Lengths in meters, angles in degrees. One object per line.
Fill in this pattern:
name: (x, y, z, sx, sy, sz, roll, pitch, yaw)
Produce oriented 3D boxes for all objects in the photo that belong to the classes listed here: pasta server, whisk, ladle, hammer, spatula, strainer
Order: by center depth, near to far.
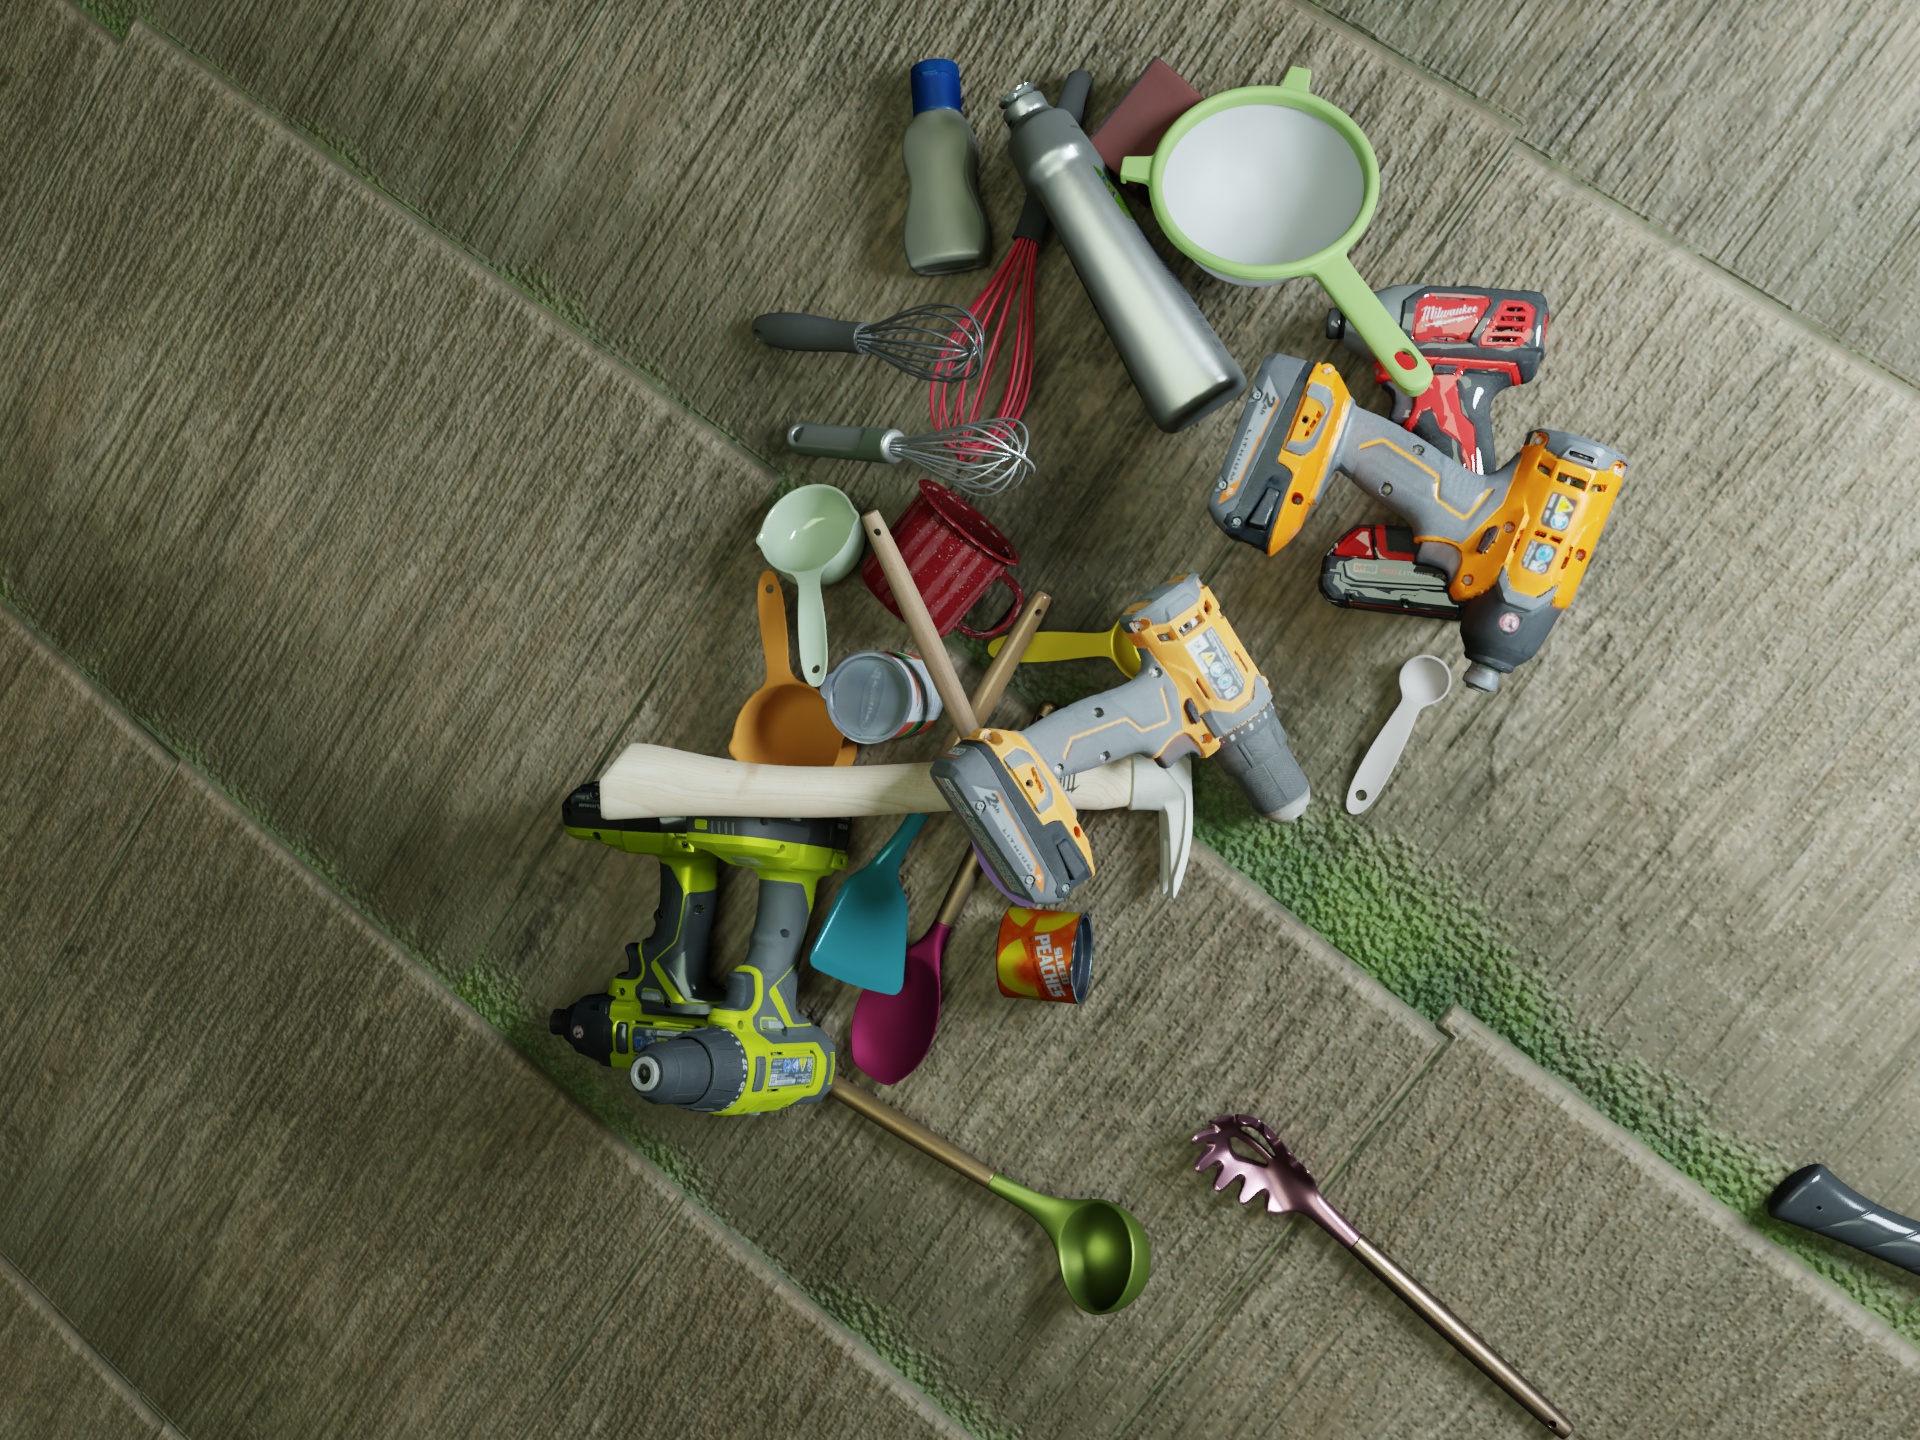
hammer: (0.715, 0.381, 0.985, 0.409, 0.036, 0.149, 21, 98, 15)
strainer: (0.230, -0.306, 1.065, 0.151, 0.069, 0.256, -30, 73, -5)
hammer: (-0.039, 0.056, 1.100, 0.410, 0.038, 0.146, -1, 90, -11)
pasta server: (0.293, 0.385, 1.104, 0.316, 0.040, 0.060, 41, 114, 10)
spatula: (-0.002, -0.004, 1.134, 0.060, 0.018, 0.315, -23, 106, 5)
whisk: (-0.042, -0.195, 1.135, 0.246, 0.059, 0.058, 14, 81, 43)
whisk: (0.042, -0.326, 1.147, 0.073, 0.073, 0.296, 18, 91, 15)
whisk: (-0.072, -0.278, 1.148, 0.239, 0.055, 0.055, 16, 97, 41)
spatula: (-0.011, 0.049, 1.165, 0.082, 0.044, 0.317, 25, 98, -29)
ladle: (-0.003, 0.331, 1.179, 0.320, 0.062, 0.078, 27, 100, 16)

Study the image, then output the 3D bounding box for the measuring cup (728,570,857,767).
measuring cup: (-0.127, -0.026, 1.208, 0.095, 0.052, 0.174, -10, 82, 16)

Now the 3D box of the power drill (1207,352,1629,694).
power drill: (0.275, -0.124, 0.993, 0.226, 0.084, 0.164, 22, 97, 12)

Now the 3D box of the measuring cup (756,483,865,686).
measuring cup: (-0.105, -0.095, 1.175, 0.083, 0.038, 0.168, -12, 65, 15)

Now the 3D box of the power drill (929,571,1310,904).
power drill: (0.117, 0.034, 1.072, 0.226, 0.084, 0.185, -35, 99, -12)

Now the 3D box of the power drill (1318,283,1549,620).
power drill: (0.306, -0.183, 1.066, 0.143, 0.078, 0.219, 8, 91, 16)

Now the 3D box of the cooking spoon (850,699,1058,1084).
cooking spoon: (-0.001, 0.129, 1.190, 0.069, 0.017, 0.319, 29, 100, 24)

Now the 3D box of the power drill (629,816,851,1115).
power drill: (-0.155, 0.169, 1.143, 0.080, 0.190, 0.228, 2, 82, 30)

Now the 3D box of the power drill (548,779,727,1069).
power drill: (-0.242, 0.159, 1.232, 0.171, 0.080, 0.223, 2, 95, 16)

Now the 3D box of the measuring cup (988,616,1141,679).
measuring cup: (0.095, -0.054, 1.160, 0.156, 0.029, 0.062, -1, 90, 28)

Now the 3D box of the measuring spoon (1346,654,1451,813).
measuring spoon: (0.301, 0.010, 1.106, 0.034, 0.018, 0.124, 29, 106, 13)
